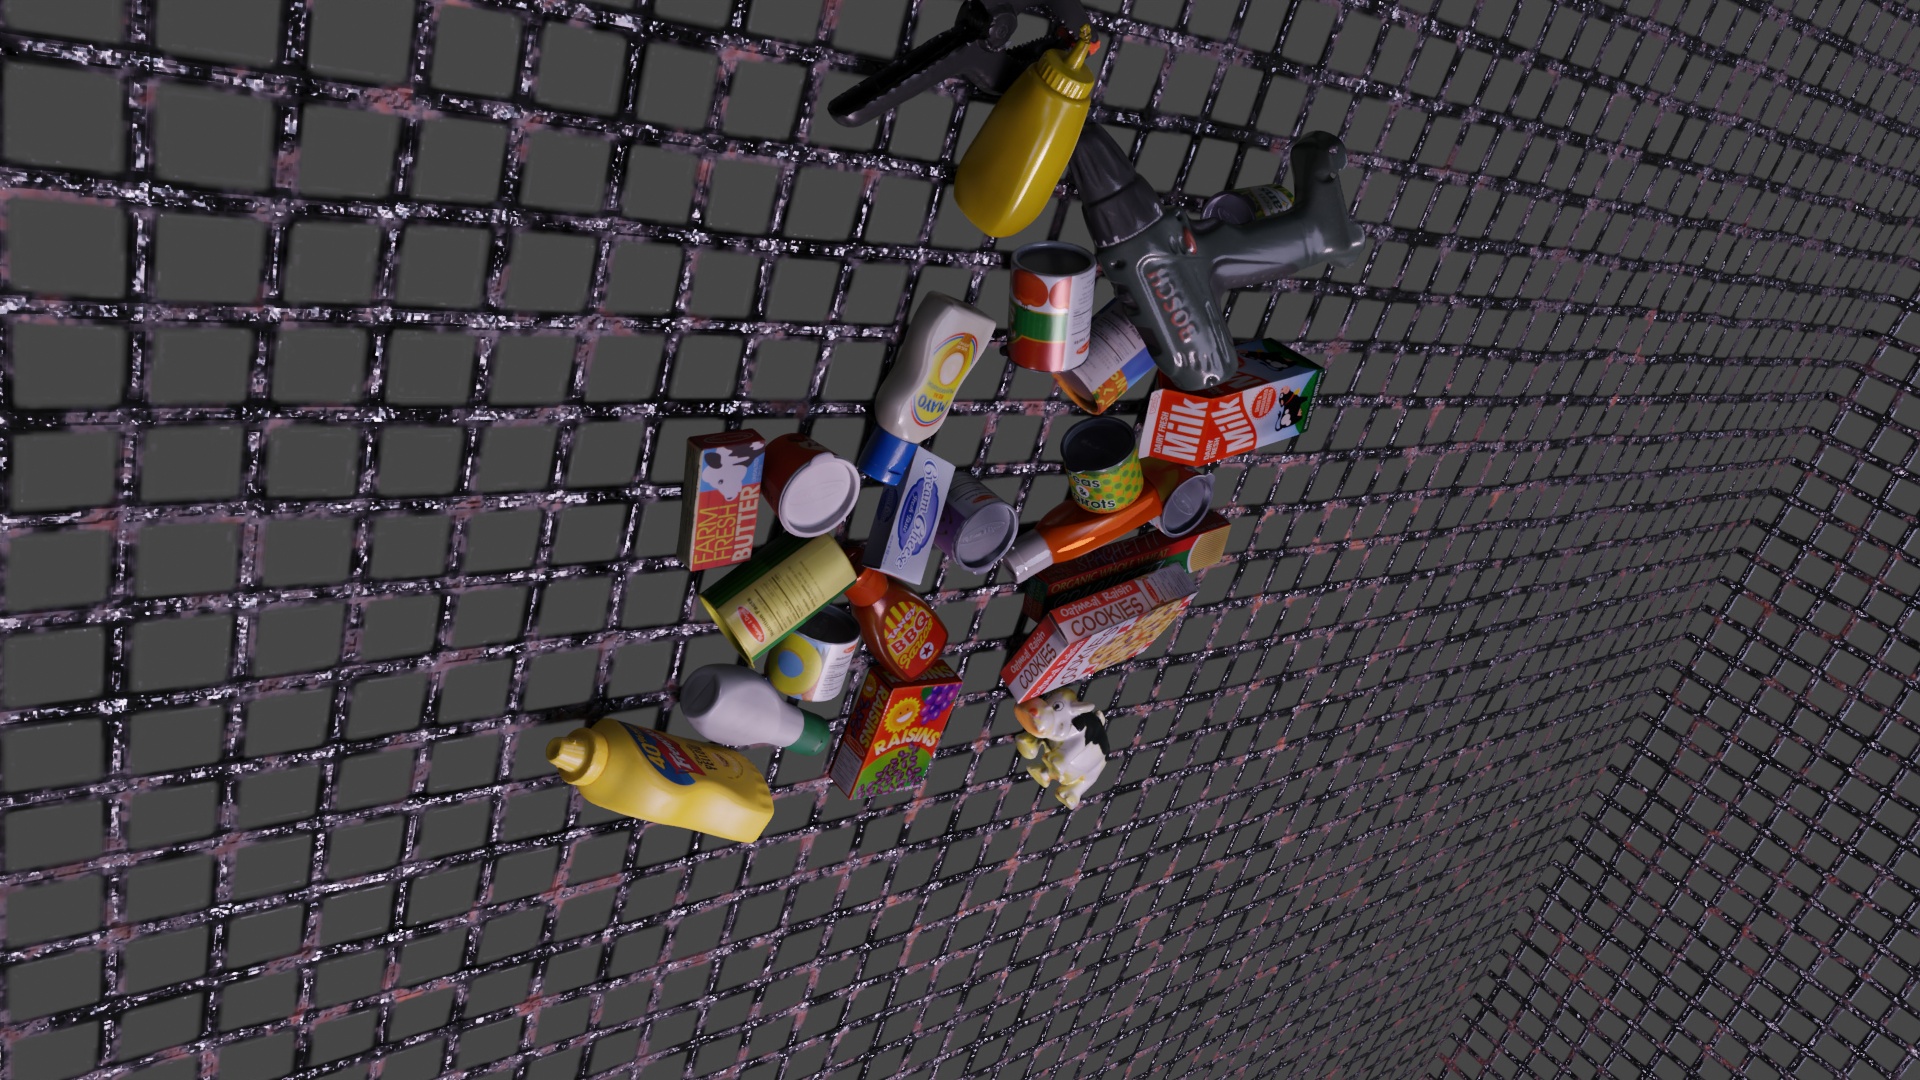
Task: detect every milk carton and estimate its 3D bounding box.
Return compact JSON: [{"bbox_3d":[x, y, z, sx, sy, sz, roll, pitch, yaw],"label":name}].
[{"bbox_3d":[0.239,-0.125,1.277,0.191,0.073,0.072,-18,131,-32],"label":"milk carton"}]

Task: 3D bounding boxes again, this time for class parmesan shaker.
[{"bbox_3d":[-0.137,0.039,1.059,0.103,0.071,0.071,-37,139,-16],"label":"parmesan shaker"}]

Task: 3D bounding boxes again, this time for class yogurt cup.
[{"bbox_3d":[-0.116,-0.044,1.025,0.072,0.054,0.072,-24,134,-28],"label":"yogurt cup"}]

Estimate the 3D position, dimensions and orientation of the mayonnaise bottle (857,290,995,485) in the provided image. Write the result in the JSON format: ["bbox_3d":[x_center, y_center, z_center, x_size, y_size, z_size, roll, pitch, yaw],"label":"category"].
[{"bbox_3d":[-0.031,-0.114,1.060,0.065,0.041,0.147,12,111,-49],"label":"mayonnaise bottle"}]

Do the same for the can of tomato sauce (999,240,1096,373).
[{"bbox_3d":[0.068,-0.183,1.082,0.071,0.071,0.082,-22,133,-29],"label":"can of tomato sauce"}]

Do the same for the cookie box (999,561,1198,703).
[{"bbox_3d":[0.132,0.088,1.336,0.168,0.040,0.122,-18,156,-33],"label":"cookie box"}]

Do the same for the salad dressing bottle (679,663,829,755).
[{"bbox_3d":[-0.164,0.143,1.135,0.064,0.044,0.147,-51,142,4],"label":"salad dressing bottle"}]

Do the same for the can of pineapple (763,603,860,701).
[{"bbox_3d":[-0.121,0.087,1.116,0.071,0.071,0.057,-2,122,-42],"label":"can of pineapple"}]

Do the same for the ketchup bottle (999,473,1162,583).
[{"bbox_3d":[0.105,-0.013,1.253,0.149,0.065,0.043,-29,123,-11],"label":"ketchup bottle"}]

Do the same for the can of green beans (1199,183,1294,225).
[{"bbox_3d":[0.247,-0.267,1.180,0.058,0.071,0.071,-18,131,-33],"label":"can of green beans"}]

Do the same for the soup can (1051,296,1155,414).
[{"bbox_3d":[0.123,-0.154,1.155,0.084,0.071,0.071,-42,140,-9],"label":"soup can"}]

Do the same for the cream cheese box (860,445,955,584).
[{"bbox_3d":[-0.041,-0.021,1.108,0.053,0.024,0.104,25,78,-50],"label":"cream cheese box"}]

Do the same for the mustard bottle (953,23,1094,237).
[{"bbox_3d":[0.052,-0.284,0.956,0.049,0.065,0.159,-21,155,-45],"label":"mustard bottle"}]

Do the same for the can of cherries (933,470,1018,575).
[{"bbox_3d":[0.004,-0.015,1.157,0.072,0.058,0.071,-25,135,-28],"label":"can of cherries"}]

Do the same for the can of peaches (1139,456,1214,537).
[{"bbox_3d":[0.197,-0.047,1.311,0.071,0.058,0.070,-24,133,-28],"label":"can of peaches"}]

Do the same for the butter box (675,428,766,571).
[{"bbox_3d":[-0.174,-0.029,1.006,0.053,0.024,0.103,-12,127,-36],"label":"butter box"}]

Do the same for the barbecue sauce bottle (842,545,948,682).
[{"bbox_3d":[-0.063,0.059,1.162,0.065,0.044,0.148,-50,141,-14],"label":"barbecue sauce bottle"}]

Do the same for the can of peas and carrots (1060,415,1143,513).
[{"bbox_3d":[0.124,-0.065,1.222,0.071,0.071,0.058,-37,139,-16],"label":"can of peas and carrots"}]

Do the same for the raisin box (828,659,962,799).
[{"bbox_3d":[-0.058,0.170,1.257,0.086,0.040,0.123,0,121,-42],"label":"raisin box"}]

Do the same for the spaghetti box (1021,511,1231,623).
[{"bbox_3d":[0.166,0.025,1.361,0.251,0.029,0.050,-16,131,-34],"label":"spaghetti box"}]
